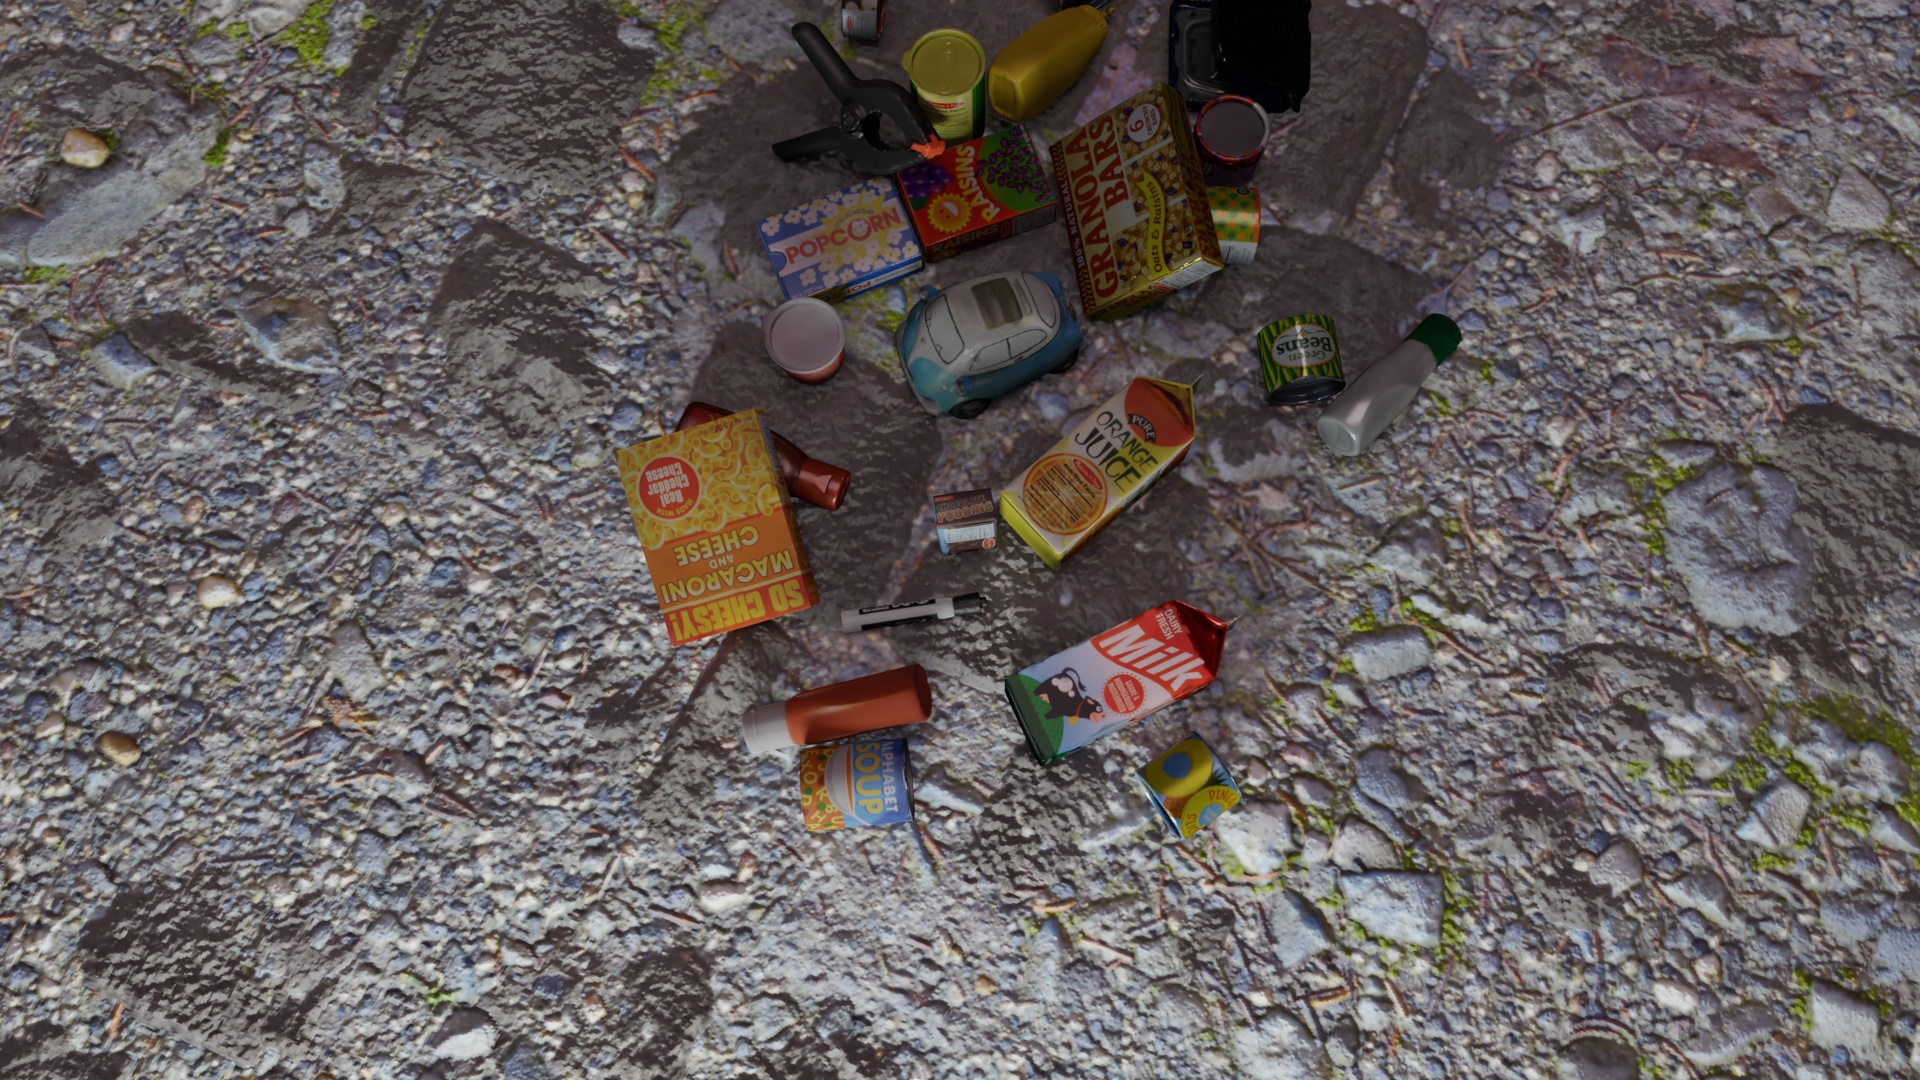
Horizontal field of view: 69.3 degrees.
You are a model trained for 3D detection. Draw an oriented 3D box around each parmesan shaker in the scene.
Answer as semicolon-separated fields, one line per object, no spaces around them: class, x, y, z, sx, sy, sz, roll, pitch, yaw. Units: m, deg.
parmesan shaker;-0.014;-0.391;1.217;0.071;0.103;0.071;0;77;1

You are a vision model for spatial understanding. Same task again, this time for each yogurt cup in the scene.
yogurt cup;-0.130;-0.167;1.190;0.072;0.054;0.072;0;77;1

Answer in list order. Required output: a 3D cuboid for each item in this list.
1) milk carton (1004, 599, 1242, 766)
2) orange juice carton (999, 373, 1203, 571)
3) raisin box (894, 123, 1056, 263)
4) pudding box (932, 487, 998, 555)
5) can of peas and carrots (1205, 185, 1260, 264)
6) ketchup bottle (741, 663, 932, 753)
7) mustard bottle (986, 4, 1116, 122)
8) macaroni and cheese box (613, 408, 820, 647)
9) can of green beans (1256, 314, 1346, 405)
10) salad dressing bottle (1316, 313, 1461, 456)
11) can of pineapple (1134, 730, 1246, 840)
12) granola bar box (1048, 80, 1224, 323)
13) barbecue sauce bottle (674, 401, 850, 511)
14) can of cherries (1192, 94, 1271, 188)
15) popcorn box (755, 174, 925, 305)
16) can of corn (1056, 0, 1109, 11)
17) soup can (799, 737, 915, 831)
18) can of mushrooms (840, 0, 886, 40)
milk carton;0.135;0.106;1.108;0.191;0.072;0.073;-24;77;-5
orange juice carton;0.127;-0.067;1.151;0.193;0.071;0.073;-41;79;-8
raisin box;0.013;-0.307;1.229;0.123;0.040;0.086;-20;77;-5
pudding box;0.004;-0.014;1.135;0.050;0.083;0.030;-9;74;0
can of peas and carrots;0.225;-0.276;1.202;0.059;0.071;0.071;3;77;1
ketchup bottle;-0.099;0.137;1.113;0.149;0.065;0.043;-14;100;7
mustard bottle;0.088;-0.439;1.247;0.049;0.065;0.161;34;62;22
macaroni and cheese box;-0.197;-0.011;1.134;0.124;0.040;0.166;-16;91;6
can of green beans;0.287;-0.152;1.171;0.071;0.071;0.058;-6;76;0
salad dressing bottle;0.363;-0.133;1.170;0.148;0.064;0.044;-42;60;-17
can of pineapple;0.179;0.194;1.088;0.058;0.071;0.071;-34;78;-5
granola bar box;0.147;-0.287;1.186;0.124;0.039;0.166;-22;72;39
barbecue sauce bottle;-0.168;-0.066;1.172;0.148;0.043;0.065;20;84;5
can of cherries;0.233;-0.349;1.224;0.071;0.058;0.071;0;76;1
popcorn box;-0.105;-0.259;1.220;0.127;0.038;0.085;-22;78;-4
can of corn;0.110;-0.523;1.266;0.071;0.071;0.058;-28;77;-5
soup can;-0.081;0.191;1.093;0.084;0.071;0.071;-6;77;0
can of mushrooms;-0.087;-0.493;1.262;0.033;0.071;0.071;8;77;3
